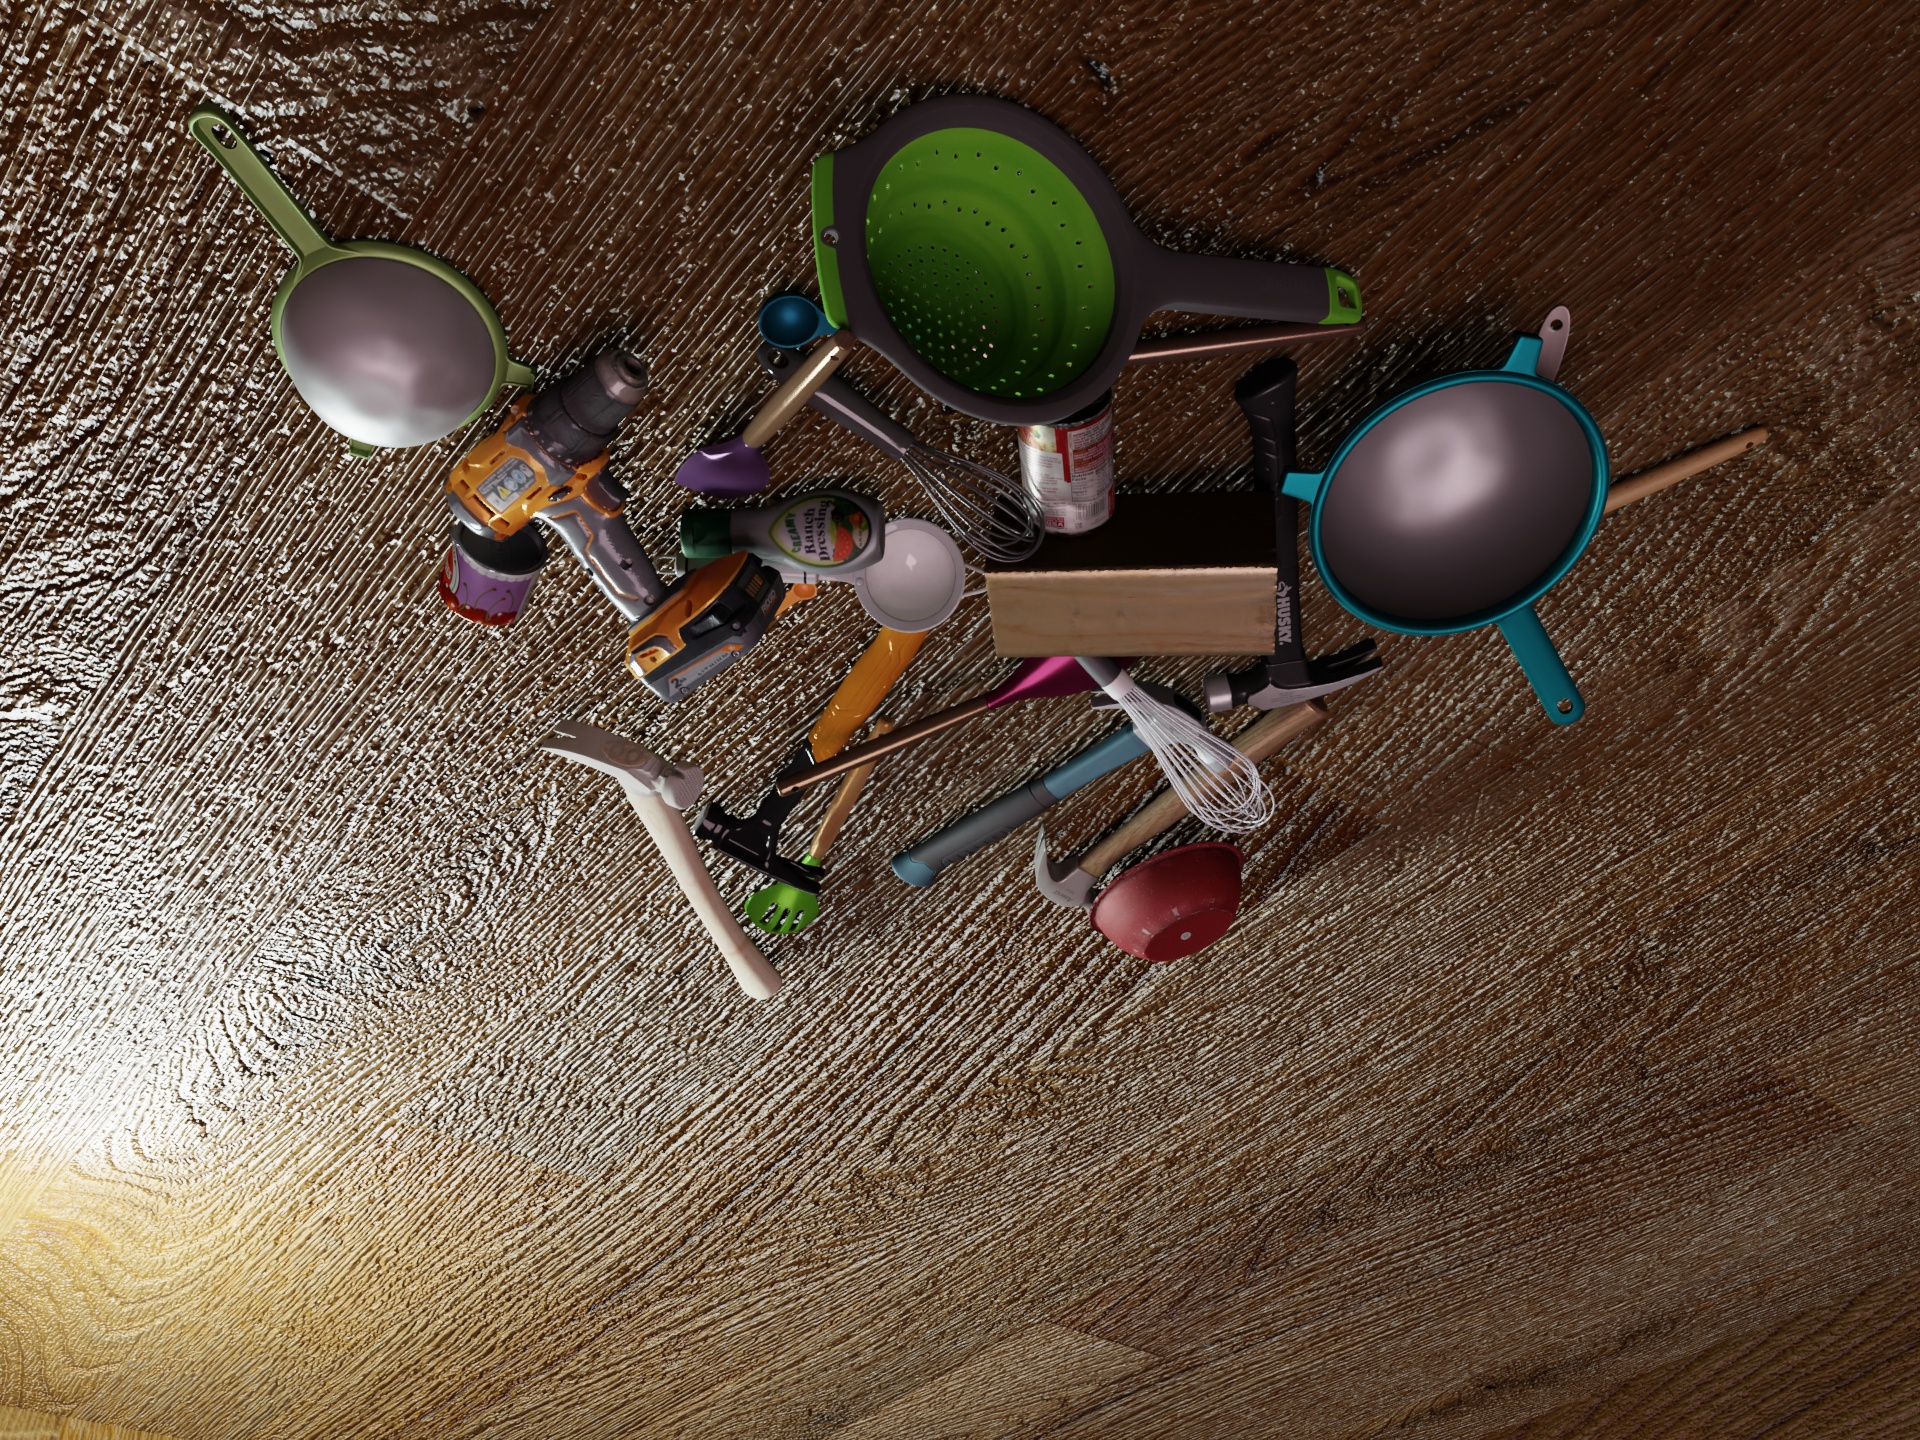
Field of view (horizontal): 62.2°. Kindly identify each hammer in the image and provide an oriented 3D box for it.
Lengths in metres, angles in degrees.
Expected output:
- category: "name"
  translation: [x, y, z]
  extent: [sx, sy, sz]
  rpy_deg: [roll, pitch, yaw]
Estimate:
- category: "hammer"
  translation: [0.194, 0.073, 1.443]
  extent: [0.130, 0.031, 0.331]
  rpy_deg: [28, 126, -31]
- category: "hammer"
  translation: [-0.103, 0.017, 1.338]
  extent: [0.127, 0.034, 0.336]
  rpy_deg: [29, 126, -12]
- category: "hammer"
  translation: [-0.247, 0.142, 1.444]
  extent: [0.146, 0.038, 0.410]
  rpy_deg: [19, 150, 23]
- category: "hammer"
  translation: [0.252, -0.135, 1.229]
  extent: [0.146, 0.035, 0.334]
  rpy_deg: [-10, 136, 5]
- category: "hammer"
  translation: [0.072, 0.067, 1.411]
  extent: [0.331, 0.033, 0.128]
  rpy_deg: [-32, 121, 28]

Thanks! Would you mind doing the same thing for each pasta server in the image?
- category: "pasta server"
  translation: [0.123, -0.255, 1.086]
  extent: [0.316, 0.060, 0.040]
  rpy_deg: [-8, 167, -2]

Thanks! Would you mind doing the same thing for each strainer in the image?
- category: "strainer"
  translation: [0.383, -0.132, 1.183]
  extent: [0.211, 0.095, 0.340]
  rpy_deg: [-30, 124, 17]
- category: "strainer"
  translation: [-0.396, -0.263, 1.002]
  extent: [0.151, 0.069, 0.256]
  rpy_deg: [-18, 137, 13]
- category: "strainer"
  translation: [-0.105, -0.114, 1.210]
  extent: [0.258, 0.050, 0.087]
  rpy_deg: [3, 99, 0]

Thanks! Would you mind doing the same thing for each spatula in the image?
- category: "spatula"
  translation: [-0.125, -0.190, 1.030]
  extent: [0.059, 0.018, 0.316]
  rpy_deg: [16, 166, -20]

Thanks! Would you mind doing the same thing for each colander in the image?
- category: "colander"
  translation: [0.078, -0.273, 1.022]
  extent: [0.397, 0.204, 0.094]
  rpy_deg: [-2, 173, -26]

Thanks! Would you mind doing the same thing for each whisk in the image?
- category: "whisk"
  translation: [-0.041, -0.188, 1.104]
  extent: [0.239, 0.055, 0.055]
  rpy_deg: [34, 126, -12]
- category: "whisk"
  translation: [0.149, -0.008, 1.290]
  extent: [0.284, 0.070, 0.070]
  rpy_deg: [43, 121, -14]

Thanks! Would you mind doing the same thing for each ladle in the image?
- category: "ladle"
  translation: [0.465, -0.156, 1.235]
  extent: [0.315, 0.031, 0.069]
  rpy_deg: [-24, 136, 16]

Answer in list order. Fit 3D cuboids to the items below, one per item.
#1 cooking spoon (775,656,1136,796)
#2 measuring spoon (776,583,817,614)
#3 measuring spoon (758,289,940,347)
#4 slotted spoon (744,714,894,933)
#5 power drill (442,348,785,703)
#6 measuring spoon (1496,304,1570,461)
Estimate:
- category: "cooking spoon"
  translation: [-0.002, -0.004, 1.305]
  extent: [0.319, 0.017, 0.068]
  rpy_deg: [-23, 132, -2]
- category: "measuring spoon"
  translation: [-0.162, -0.086, 1.257]
  extent: [0.117, 0.011, 0.021]
  rpy_deg: [-25, 133, 24]
- category: "measuring spoon"
  translation: [-0.073, -0.271, 1.070]
  extent: [0.128, 0.021, 0.042]
  rpy_deg: [-1, 141, -18]
- category: "slotted spoon"
  translation: [-0.125, 0.104, 1.446]
  extent: [0.070, 0.031, 0.313]
  rpy_deg: [16, 131, -18]
- category: "power drill"
  translation: [-0.225, -0.137, 1.107]
  extent: [0.185, 0.084, 0.226]
  rpy_deg: [-31, 113, 34]
- category: "measuring spoon"
  translation: [0.417, -0.244, 1.148]
  extent: [0.034, 0.018, 0.124]
  rpy_deg: [14, 131, 12]
